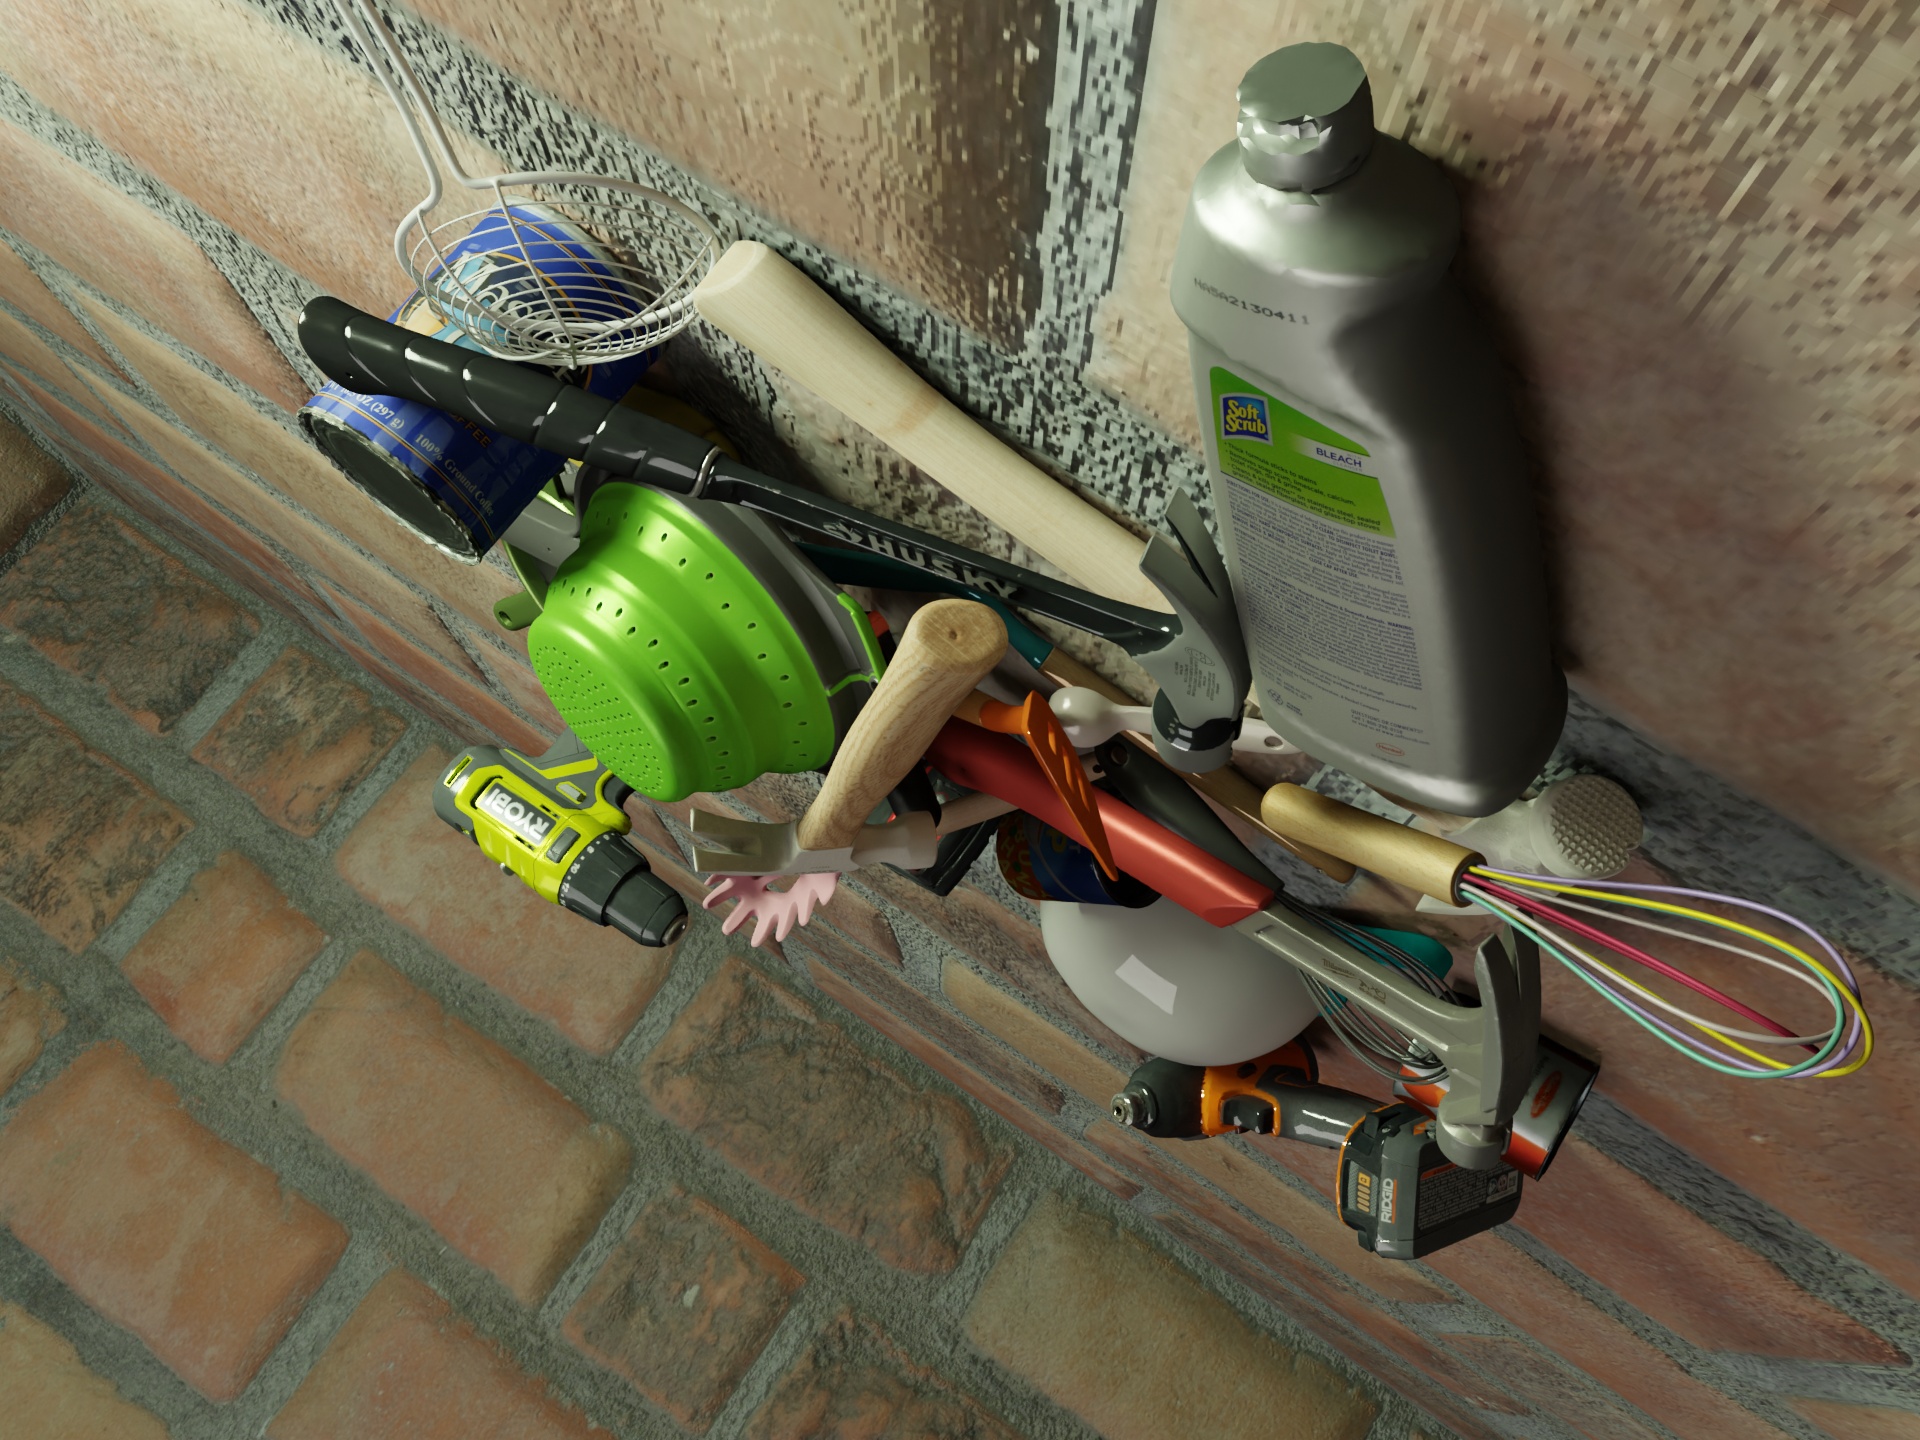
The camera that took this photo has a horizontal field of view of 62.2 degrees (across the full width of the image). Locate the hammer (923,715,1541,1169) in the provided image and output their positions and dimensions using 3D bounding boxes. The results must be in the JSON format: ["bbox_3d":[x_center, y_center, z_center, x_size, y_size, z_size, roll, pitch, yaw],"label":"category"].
[{"bbox_3d":[0.106,0.067,0.753,0.359,0.037,0.149,31,146,39],"label":"hammer"}]

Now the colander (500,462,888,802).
[{"bbox_3d":[-0.201,-0.056,0.826,0.397,0.094,0.204,26,146,37],"label":"colander"}]

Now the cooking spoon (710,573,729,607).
[{"bbox_3d":[-0.079,-0.039,1.000,0.319,0.017,0.068,30,165,20],"label":"cooking spoon"}]

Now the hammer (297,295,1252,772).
[{"bbox_3d":[-0.083,-0.090,0.604,0.409,0.036,0.149,21,160,15],"label":"hammer"}]

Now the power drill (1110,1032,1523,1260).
[{"bbox_3d":[0.213,0.254,0.994,0.164,0.084,0.227,-5,-170,-36],"label":"power drill"}]

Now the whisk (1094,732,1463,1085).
[{"bbox_3d":[0.154,0.086,0.791,0.239,0.055,0.055,44,167,19],"label":"whisk"}]

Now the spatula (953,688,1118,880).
[{"bbox_3d":[-0.001,-0.003,0.790,0.081,0.041,0.323,59,166,-22],"label":"spatula"}]

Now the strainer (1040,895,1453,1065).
[{"bbox_3d":[0.150,0.150,0.927,0.211,0.095,0.340,41,164,-16],"label":"strainer"}]

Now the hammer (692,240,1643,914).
[{"bbox_3d":[0.066,-0.055,0.641,0.410,0.038,0.146,36,165,2],"label":"hammer"}]

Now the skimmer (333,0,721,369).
[{"bbox_3d":[-0.212,-0.280,0.570,0.127,0.090,0.362,-10,128,25],"label":"skimmer"}]

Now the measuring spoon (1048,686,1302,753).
[{"bbox_3d":[0.095,0.007,0.724,0.124,0.018,0.034,7,139,26],"label":"measuring spoon"}]

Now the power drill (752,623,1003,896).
[{"bbox_3d":[-0.081,0.014,1.004,0.219,0.078,0.143,40,170,-22],"label":"power drill"}]

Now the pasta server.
[{"bbox_3d":[-0.034,0.070,0.933,0.316,0.040,0.060,-22,110,37],"label":"pasta server"}]

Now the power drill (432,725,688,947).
[{"bbox_3d":[-0.216,0.026,1.079,0.191,0.228,0.080,32,163,14],"label":"power drill"}]

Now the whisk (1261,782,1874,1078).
[{"bbox_3d":[0.198,0.067,0.563,0.047,0.051,0.245,40,170,-36],"label":"whisk"}]

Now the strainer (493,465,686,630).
[{"bbox_3d":[-0.236,-0.093,1.012,0.151,0.069,0.256,57,153,-16],"label":"strainer"}]

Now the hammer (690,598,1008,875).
[{"bbox_3d":[-0.042,0.021,0.688,0.130,0.031,0.331,-4,163,-16],"label":"hammer"}]

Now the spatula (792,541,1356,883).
[{"bbox_3d":[0.056,-0.006,0.779,0.317,0.044,0.082,35,172,-1],"label":"spatula"}]

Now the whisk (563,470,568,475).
[{"bbox_3d":[-0.267,-0.184,0.948,0.059,0.058,0.246,3,163,-10],"label":"whisk"}]
